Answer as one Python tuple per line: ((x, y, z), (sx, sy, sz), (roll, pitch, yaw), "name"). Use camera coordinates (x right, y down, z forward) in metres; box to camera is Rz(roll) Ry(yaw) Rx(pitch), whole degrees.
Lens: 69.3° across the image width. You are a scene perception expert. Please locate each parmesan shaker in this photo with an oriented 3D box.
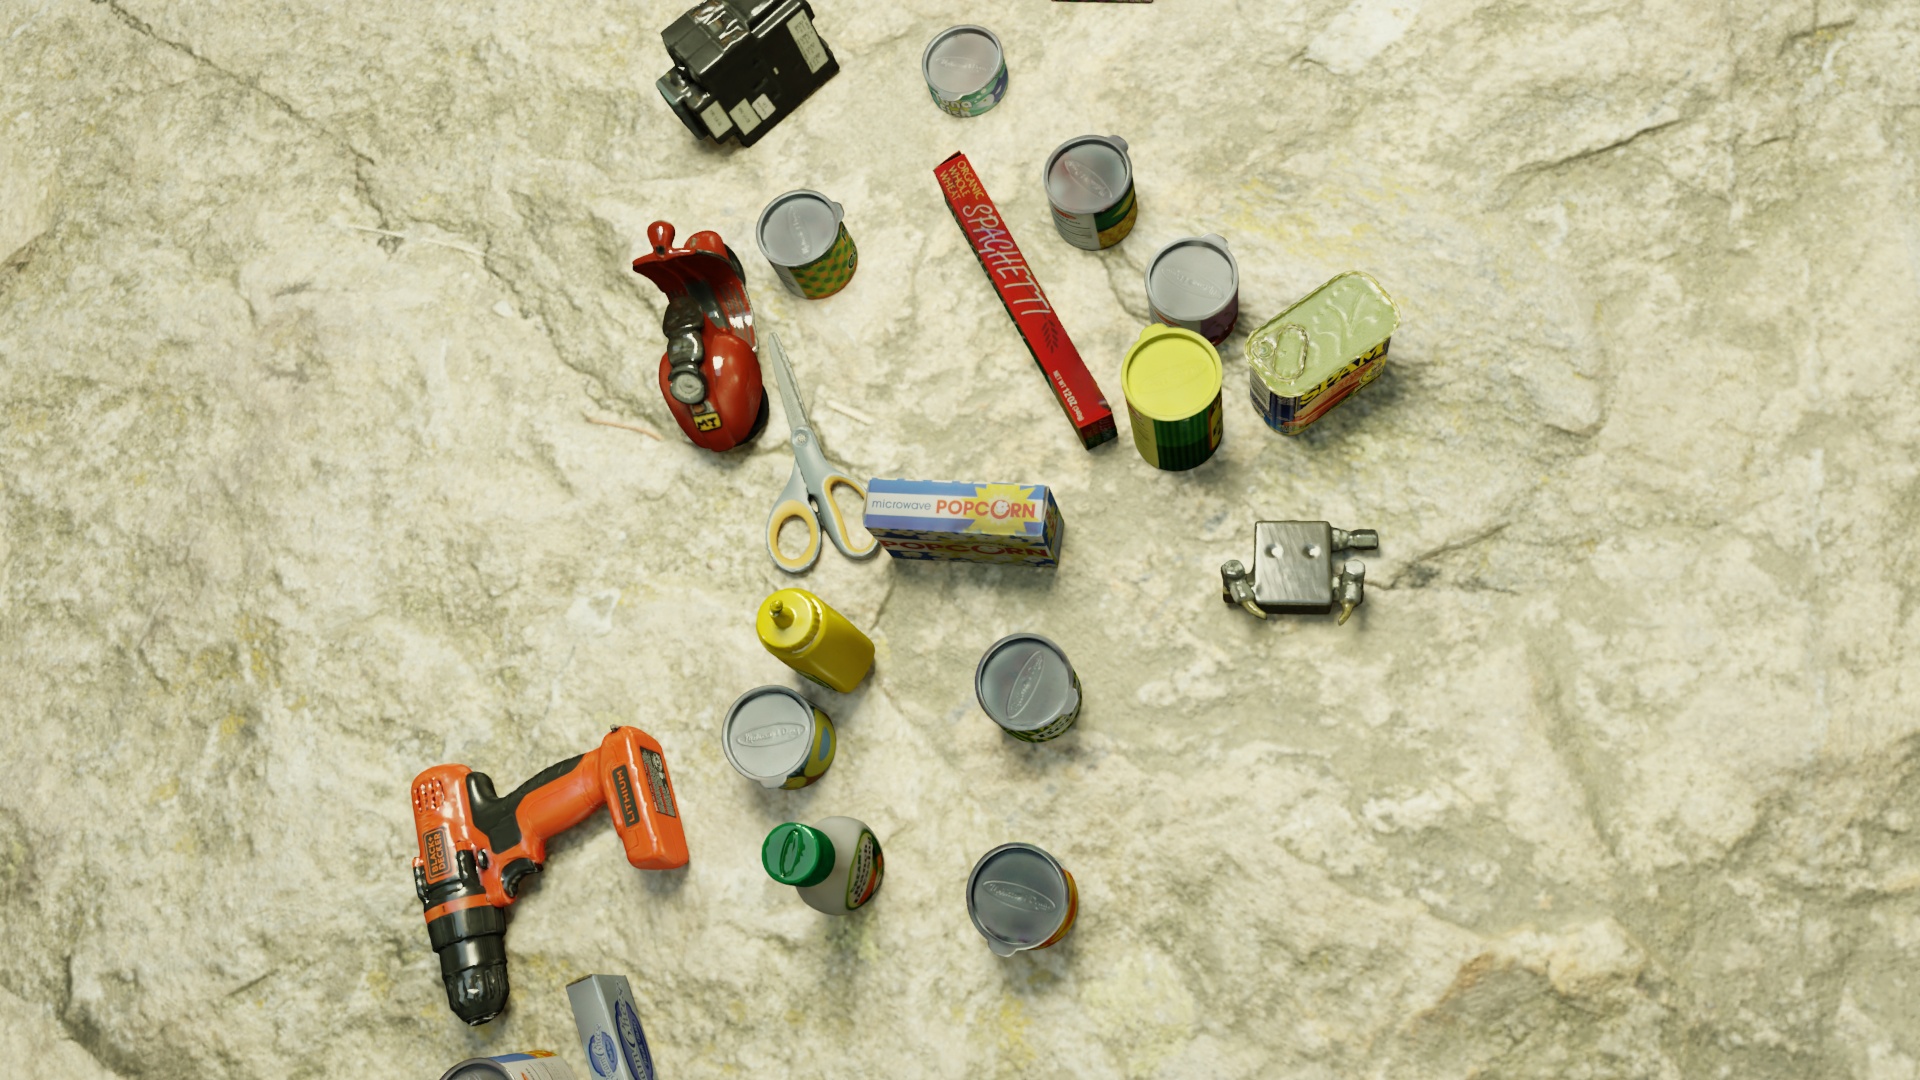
((0.147, -0.097, 0.958), (0.071, 0.103, 0.071), (-3, 73, 11), "parmesan shaker")

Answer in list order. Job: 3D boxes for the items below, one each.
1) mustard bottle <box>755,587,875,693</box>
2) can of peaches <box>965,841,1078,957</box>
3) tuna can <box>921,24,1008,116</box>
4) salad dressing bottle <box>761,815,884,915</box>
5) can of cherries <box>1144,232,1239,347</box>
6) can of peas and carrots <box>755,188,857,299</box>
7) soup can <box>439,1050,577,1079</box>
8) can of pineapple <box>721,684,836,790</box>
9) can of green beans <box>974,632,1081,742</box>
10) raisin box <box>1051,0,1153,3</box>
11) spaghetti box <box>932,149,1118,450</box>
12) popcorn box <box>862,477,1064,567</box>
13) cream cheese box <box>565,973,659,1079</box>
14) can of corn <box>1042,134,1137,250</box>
((-0.104, 0.063, 0.928), (0.065, 0.160, 0.049), (27, 81, 18), "mustard bottle")
((0.040, 0.234, 0.900), (0.071, 0.058, 0.071), (-3, 73, 11), "can of peaches")
((0.004, -0.373, 1.110), (0.071, 0.032, 0.071), (-3, 72, 10), "tuna can")
((-0.087, 0.205, 0.887), (0.044, 0.147, 0.064), (9, 76, 14), "salad dressing bottle")
((0.170, -0.179, 1.003), (0.071, 0.058, 0.071), (-3, 73, 11), "can of cherries")
((-0.116, -0.230, 1.076), (0.071, 0.058, 0.071), (-3, 73, 11), "can of peas and carrots")
((-0.301, 0.373, 0.912), (0.071, 0.083, 0.071), (-3, 73, 11), "soup can")
((-0.125, 0.139, 0.963), (0.071, 0.057, 0.071), (-3, 73, 11), "can of pineapple")
((0.047, 0.101, 0.941), (0.071, 0.057, 0.071), (-3, 73, 11), "can of green beans")
((0.104, -0.469, 1.072), (0.086, 0.123, 0.040), (7, 75, 14), "raisin box")
((0.046, -0.181, 1.033), (0.029, 0.050, 0.250), (-28, 70, 2), "spaghetti box")
((0.003, -0.012, 0.970), (0.127, 0.085, 0.038), (3, 74, 12), "popcorn box")
((-0.227, 0.341, 0.923), (0.024, 0.053, 0.104), (-25, 70, 3), "cream cheese box")
((0.100, -0.262, 1.043), (0.071, 0.058, 0.071), (-3, 73, 11), "can of corn")
